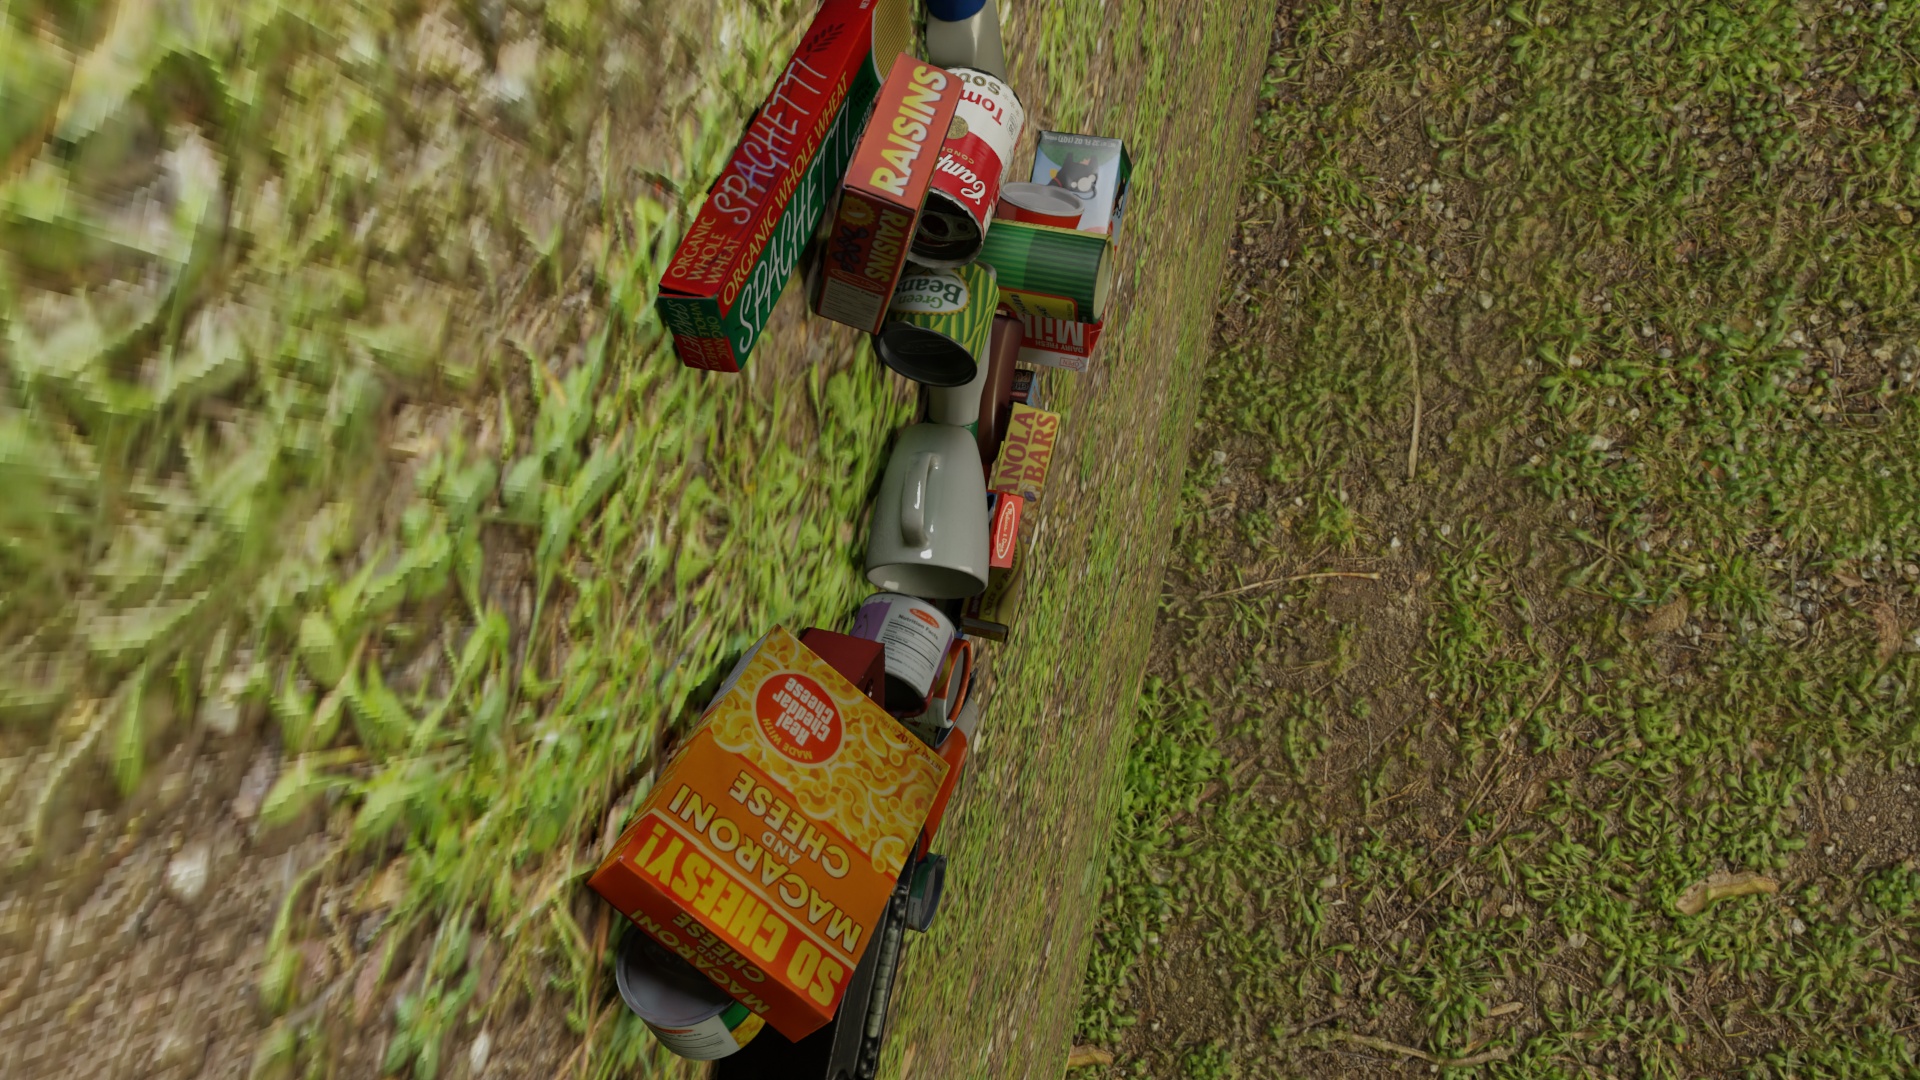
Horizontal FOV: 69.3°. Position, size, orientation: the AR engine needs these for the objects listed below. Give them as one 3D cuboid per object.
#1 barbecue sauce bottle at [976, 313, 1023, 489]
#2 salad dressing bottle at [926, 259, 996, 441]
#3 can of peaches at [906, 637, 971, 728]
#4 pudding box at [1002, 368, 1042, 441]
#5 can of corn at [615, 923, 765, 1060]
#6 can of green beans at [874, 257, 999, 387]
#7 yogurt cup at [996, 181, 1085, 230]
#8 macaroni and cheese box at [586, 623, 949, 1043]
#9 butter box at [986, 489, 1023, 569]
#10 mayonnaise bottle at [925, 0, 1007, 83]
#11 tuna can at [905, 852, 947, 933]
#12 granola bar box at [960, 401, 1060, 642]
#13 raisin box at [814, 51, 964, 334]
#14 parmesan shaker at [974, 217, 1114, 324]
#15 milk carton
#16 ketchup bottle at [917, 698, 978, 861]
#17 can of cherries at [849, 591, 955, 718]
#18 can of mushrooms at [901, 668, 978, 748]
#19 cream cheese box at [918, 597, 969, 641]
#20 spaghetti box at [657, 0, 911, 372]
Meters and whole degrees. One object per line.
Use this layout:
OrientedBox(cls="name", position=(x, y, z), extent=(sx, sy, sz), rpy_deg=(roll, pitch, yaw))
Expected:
OrientedBox(cls="barbecue sauce bottle", position=(0.013, -0.096, 1.048), extent=(0.065, 0.044, 0.148), rpy_deg=(-26, 127, -81))
OrientedBox(cls="salad dressing bottle", position=(-0.003, -0.120, 0.968), extent=(0.064, 0.044, 0.147), rpy_deg=(-59, 157, -58))
OrientedBox(cls="can of peaches", position=(-0.028, 0.096, 1.005), extent=(0.071, 0.058, 0.071), rpy_deg=(10, 91, -76))
OrientedBox(cls="pudding box", position=(0.037, -0.109, 1.120), extent=(0.083, 0.050, 0.030), rpy_deg=(68, 34, -67))
OrientedBox(cls="can of corn", position=(-0.128, 0.213, 0.684), extent=(0.058, 0.071, 0.071), rpy_deg=(83, 23, -53))
OrientedBox(cls="can of green beans", position=(-0.014, -0.137, 0.862), extent=(0.071, 0.071, 0.058), rpy_deg=(72, 32, -63))
OrientedBox(cls="yogurt cup", position=(0.058, -0.240, 1.072), extent=(0.073, 0.072, 0.053), rpy_deg=(-55, 160, -59))
OrientedBox(cls="macaroni and cheese box", position=(-0.087, 0.138, 0.682), extent=(0.040, 0.123, 0.167), rpy_deg=(-42, -168, 39))
OrientedBox(cls="butter box", position=(0.004, -0.012, 0.984), extent=(0.024, 0.103, 0.053), rpy_deg=(11, 91, -32))
OrientedBox(cls="mayonnaise bottle", position=(0.003, -0.303, 0.853), extent=(0.147, 0.041, 0.065), rpy_deg=(73, 29, -60))
OrientedBox(cls="tuna can", position=(-0.037, 0.293, 1.173), extent=(0.071, 0.033, 0.071), rpy_deg=(10, 92, -76))
OrientedBox(cls="granola bar box", position=(0.038, -0.010, 1.067), extent=(0.124, 0.039, 0.166), rpy_deg=(89, 15, -80))
OrientedBox(cls="raisin box", position=(-0.039, -0.174, 0.713), extent=(0.123, 0.040, 0.086), rpy_deg=(123, -13, -66))
OrientedBox(cls="parmesan shaker", position=(0.053, -0.196, 1.003), extent=(0.071, 0.103, 0.071), rpy_deg=(10, 92, -76))
OrientedBox(cls="milk carton", position=(0.092, -0.242, 1.183), extent=(0.073, 0.072, 0.190), rpy_deg=(7, 94, -76))
OrientedBox(cls="ketchup bottle", position=(-0.023, 0.185, 1.124), extent=(0.150, 0.043, 0.064), rpy_deg=(-62, 159, -49))
OrientedBox(cls="can of cherries", position=(-0.044, 0.077, 0.915), extent=(0.071, 0.071, 0.059), rpy_deg=(81, 24, -54))
OrientedBox(cls="can of mushrooms", position=(-0.016, 0.125, 1.093), extent=(0.071, 0.033, 0.070), rpy_deg=(-58, 167, -22))
OrientedBox(cls="cream cheese box", position=(-0.013, 0.064, 1.109), extent=(0.104, 0.024, 0.053), rpy_deg=(5, 97, -76))
OrientedBox(cls="spaghetti box", position=(-0.076, -0.186, 0.656), extent=(0.050, 0.029, 0.251), rpy_deg=(82, 23, -55))
